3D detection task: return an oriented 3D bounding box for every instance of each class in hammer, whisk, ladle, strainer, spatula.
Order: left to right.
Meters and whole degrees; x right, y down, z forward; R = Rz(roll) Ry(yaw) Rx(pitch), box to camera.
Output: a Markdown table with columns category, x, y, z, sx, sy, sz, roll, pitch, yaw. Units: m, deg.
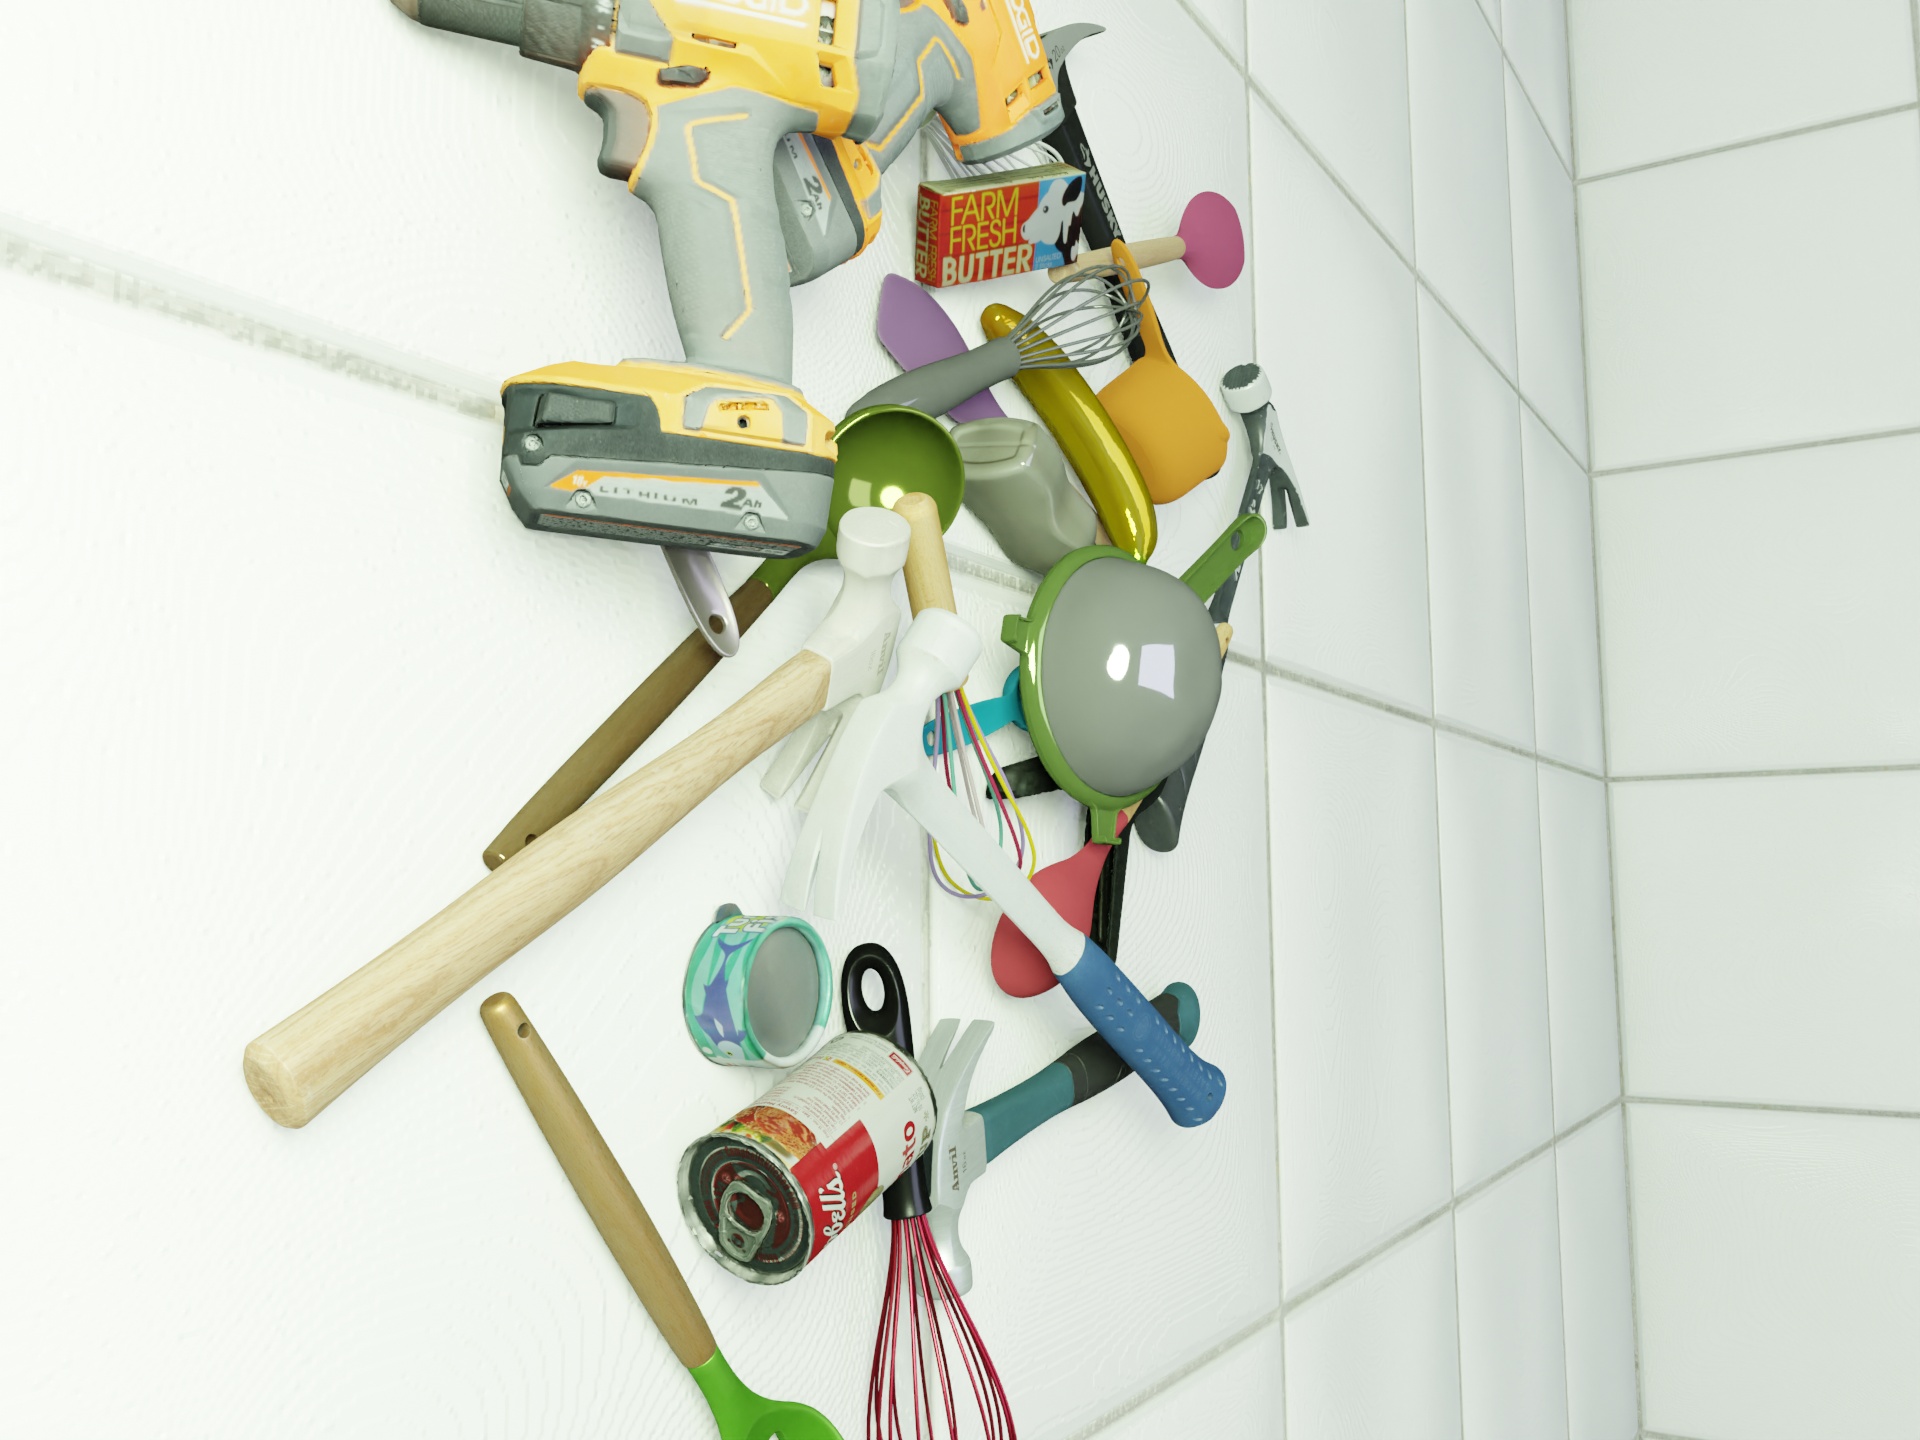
| category | x | y | z | sx | sy | sz | roll | pitch | yaw |
| --- | --- | --- | --- | --- | --- | --- | --- | --- | --- |
| hammer | -0.125 | 0.038 | 0.604 | 0.331 | 0.031 | 0.130 | -42 | 152 | -44 |
| ladle | -0.091 | -0.041 | 0.682 | 0.320 | 0.062 | 0.078 | -54 | 133 | -43 |
| whisk | -0.023 | 0.252 | 0.753 | 0.073 | 0.073 | 0.296 | -3 | 84 | -59 |
| whisk | -0.017 | -0.324 | 0.852 | 0.246 | 0.059 | 0.058 | 17 | 35 | -53 |
| whisk | 0.001 | -0.003 | 0.788 | 0.051 | 0.047 | 0.244 | -45 | 137 | -38 |
| whisk | 0.025 | -0.197 | 0.860 | 0.239 | 0.055 | 0.055 | -33 | 116 | -38 |
| spatula | 0.040 | -0.158 | 0.944 | 0.315 | 0.018 | 0.060 | 39 | 51 | -49 |
| hammer | 0.047 | 0.120 | 0.819 | 0.144 | 0.035 | 0.405 | -59 | 137 | -20 |
| hammer | 0.064 | 0.210 | 0.922 | 0.331 | 0.033 | 0.128 | -10 | 96 | -59 |
| hammer | 0.109 | -0.295 | 1.058 | 0.334 | 0.035 | 0.146 | 60 | 41 | -36 |
| ladle | 0.103 | 0.040 | 0.947 | 0.315 | 0.031 | 0.069 | -55 | 132 | -38 |
| strainer | 0.134 | -0.054 | 0.915 | 0.256 | 0.069 | 0.151 | -45 | 120 | -38 |
| hammer | 0.190 | -0.076 | 1.165 | 0.149 | 0.036 | 0.409 | 57 | 42 | -40 |

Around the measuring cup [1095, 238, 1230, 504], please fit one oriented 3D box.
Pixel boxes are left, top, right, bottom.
| category | x | y | z | sx | sy | sz | roll | pitch | yaw |
| --- | --- | --- | --- | --- | --- | --- | --- | --- | --- |
| measuring cup | 0.106 | -0.209 | 0.984 | 0.052 | 0.095 | 0.173 | -40 | 131 | -16 |

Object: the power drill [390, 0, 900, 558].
| category | x | y | z | sx | sy | sz | roll | pitch | yaw |
| --- | --- | --- | --- | --- | --- | --- | --- | --- | --- |
| power drill | -0.123 | -0.183 | 0.583 | 0.185 | 0.084 | 0.226 | 6 | 88 | -17 |

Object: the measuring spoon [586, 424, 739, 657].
| category | x | y | z | sx | sy | sz | roll | pitch | yaw |
| --- | --- | --- | --- | --- | --- | --- | --- | --- | --- |
| measuring spoon | -0.122 | -0.081 | 0.647 | 0.034 | 0.018 | 0.124 | -30 | 99 | -44 |

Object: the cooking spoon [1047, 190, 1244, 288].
| category | x | y | z | sx | sy | sz | roll | pitch | yaw |
| --- | --- | --- | --- | --- | --- | --- | --- | --- | --- |
| cooking spoon | 0.132 | -0.309 | 1.046 | 0.319 | 0.017 | 0.068 | -33 | 114 | -54 |

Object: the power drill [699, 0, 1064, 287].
| category | x | y | z | sx | sy | sz | roll | pitch | yaw |
| --- | --- | --- | --- | --- | --- | --- | --- | --- | --- |
| power drill | -0.047 | -0.311 | 0.729 | 0.226 | 0.084 | 0.164 | -47 | 126 | -37 |

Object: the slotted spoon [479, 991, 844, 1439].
| category | x | y | z | sx | sy | sz | roll | pitch | yaw |
| --- | --- | --- | --- | --- | --- | --- | --- | --- | --- |
| slotted spoon | -0.114 | 0.233 | 0.636 | 0.070 | 0.031 | 0.313 | -51 | 127 | -48 |

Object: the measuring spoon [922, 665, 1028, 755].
| category | x | y | z | sx | sy | sz | roll | pitch | yaw |
| --- | --- | --- | --- | --- | --- | --- | --- | --- | --- |
| measuring spoon | 0.010 | -0.003 | 0.883 | 0.128 | 0.021 | 0.042 | -21 | 104 | -48 |
